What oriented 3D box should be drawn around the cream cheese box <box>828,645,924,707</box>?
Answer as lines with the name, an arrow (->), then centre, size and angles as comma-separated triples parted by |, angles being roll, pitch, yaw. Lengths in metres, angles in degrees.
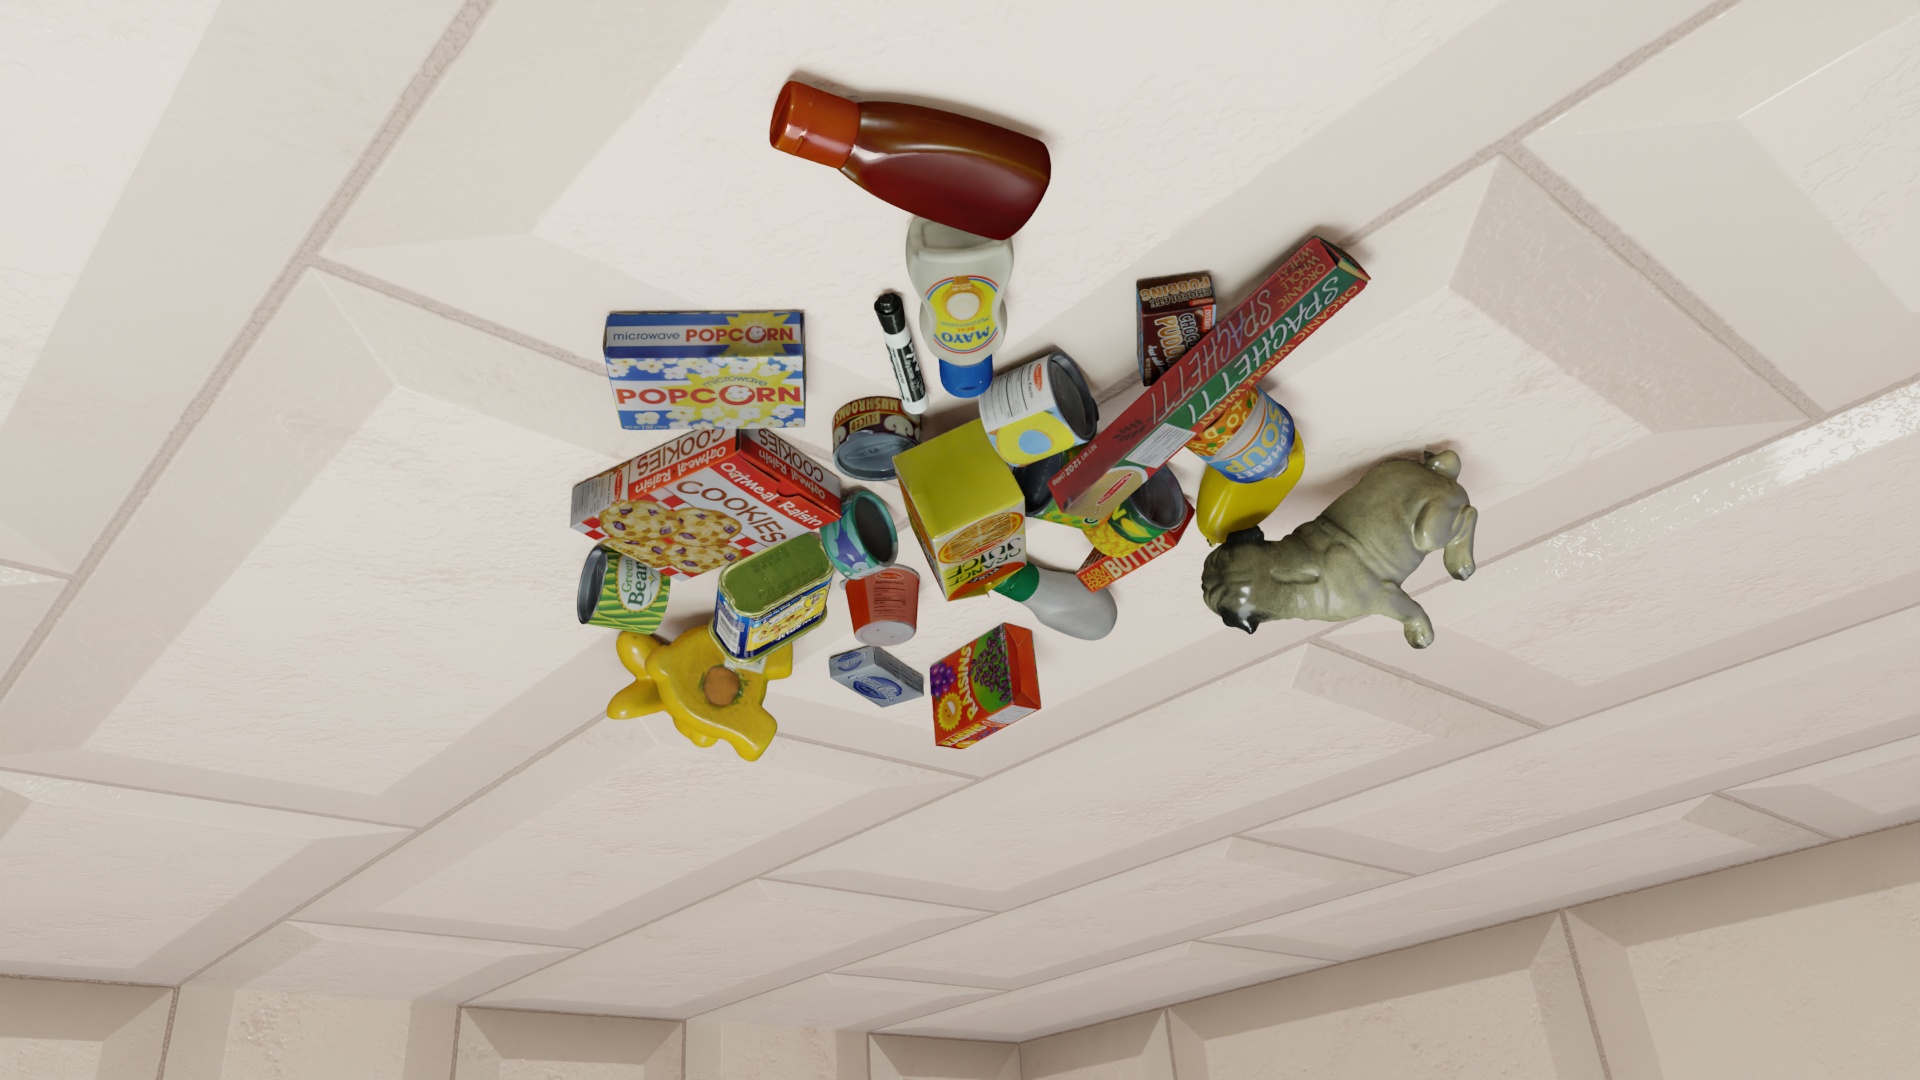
cream cheese box -> -0.083, 0.137, 1.400 | 0.053, 0.024, 0.103 | -19, 149, 21

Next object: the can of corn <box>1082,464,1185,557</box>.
can of corn -> 0.130, -0.028, 1.086 | 0.071, 0.071, 0.058 | 16, 145, -33

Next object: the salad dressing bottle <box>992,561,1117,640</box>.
salad dressing bottle -> 0.080, 0.048, 1.243 | 0.064, 0.044, 0.147 | -25, 145, 35

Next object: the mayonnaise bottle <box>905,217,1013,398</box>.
mayonnaise bottle -> 0.002, -0.145, 0.875 | 0.065, 0.041, 0.147 | -6, 151, -1

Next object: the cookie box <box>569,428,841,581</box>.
cookie box -> -0.193, -0.028, 1.062 | 0.167, 0.040, 0.123 | -20, 148, 26

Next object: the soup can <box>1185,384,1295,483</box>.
soup can -> 0.190, -0.084, 0.986 | 0.071, 0.071, 0.083 | -25, 145, 32

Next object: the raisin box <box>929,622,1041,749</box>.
raisin box -> 0.022, 0.145, 1.366 | 0.040, 0.086, 0.123 | 15, 145, -35

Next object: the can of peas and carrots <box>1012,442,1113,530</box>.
can of peas and carrots -> 0.081, -0.044, 1.045 | 0.059, 0.071, 0.070 | 13, 147, -30

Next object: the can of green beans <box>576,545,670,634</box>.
can of green beans -> -0.279, 0.042, 1.150 | 0.058, 0.071, 0.071 | 13, 147, -30

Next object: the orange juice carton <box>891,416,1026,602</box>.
orange juice carton -> 0.004, -0.013, 1.051 | 0.073, 0.072, 0.192 | -25, 161, -5

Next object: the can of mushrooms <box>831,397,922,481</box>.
can of mushrooms -> -0.061, -0.074, 1.005 | 0.071, 0.033, 0.070 | -3, 152, -2

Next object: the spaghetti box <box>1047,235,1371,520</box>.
spaghetti box -> 0.160, -0.102, 0.918 | 0.249, 0.029, 0.050 | -43, 149, 27

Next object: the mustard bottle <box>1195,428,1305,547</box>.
mustard bottle -> 0.219, -0.037, 1.100 | 0.065, 0.049, 0.159 | -4, 152, -13

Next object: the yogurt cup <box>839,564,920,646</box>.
yogurt cup -> -0.068, 0.059, 1.227 | 0.072, 0.054, 0.072 | -4, 151, -2

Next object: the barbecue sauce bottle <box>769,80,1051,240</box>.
barbecue sauce bottle -> -0.028, -0.208, 0.754 | 0.149, 0.044, 0.064 | 11, 147, -26

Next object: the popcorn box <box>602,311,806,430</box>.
popcorn box -> -0.165, -0.111, 0.916 | 0.127, 0.038, 0.084 | -2, 151, -6

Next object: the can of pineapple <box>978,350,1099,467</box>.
can of pineapple -> 0.055, -0.089, 0.961 | 0.057, 0.071, 0.071 | -21, 148, 28

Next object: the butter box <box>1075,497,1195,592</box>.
butter box -> 0.146, 0.003, 1.158 | 0.024, 0.053, 0.103 | 48, 132, -9

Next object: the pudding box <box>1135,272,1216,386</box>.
pudding box -> 0.143, -0.139, 0.921 | 0.050, 0.030, 0.083 | -8, 152, 3

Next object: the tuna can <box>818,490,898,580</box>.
tuna can -> -0.080, -0.007, 1.095 | 0.032, 0.071, 0.071 | -21, 147, 25
